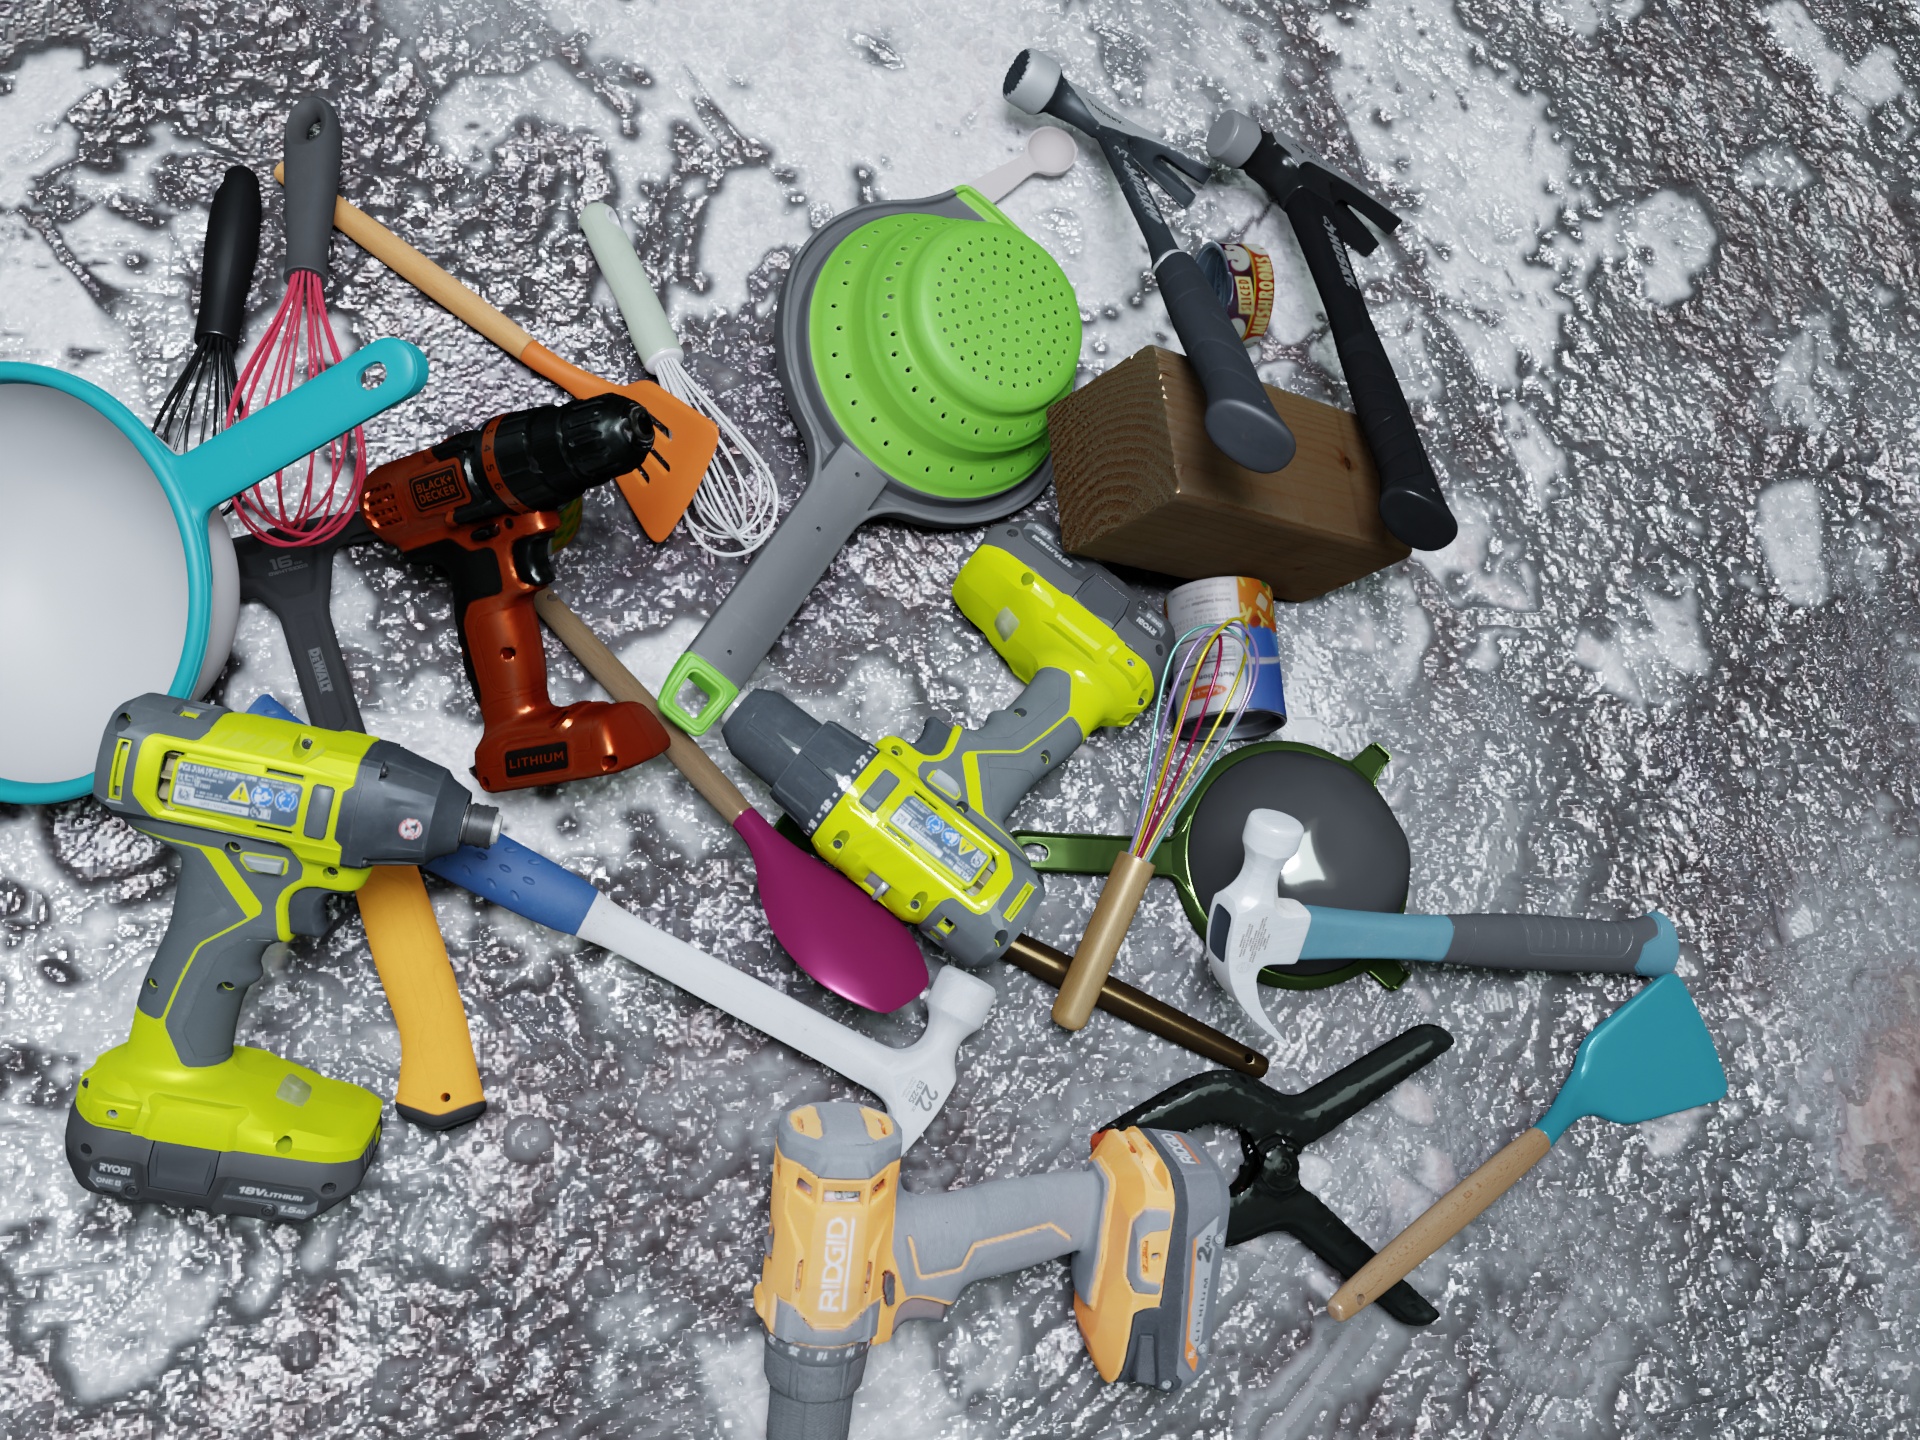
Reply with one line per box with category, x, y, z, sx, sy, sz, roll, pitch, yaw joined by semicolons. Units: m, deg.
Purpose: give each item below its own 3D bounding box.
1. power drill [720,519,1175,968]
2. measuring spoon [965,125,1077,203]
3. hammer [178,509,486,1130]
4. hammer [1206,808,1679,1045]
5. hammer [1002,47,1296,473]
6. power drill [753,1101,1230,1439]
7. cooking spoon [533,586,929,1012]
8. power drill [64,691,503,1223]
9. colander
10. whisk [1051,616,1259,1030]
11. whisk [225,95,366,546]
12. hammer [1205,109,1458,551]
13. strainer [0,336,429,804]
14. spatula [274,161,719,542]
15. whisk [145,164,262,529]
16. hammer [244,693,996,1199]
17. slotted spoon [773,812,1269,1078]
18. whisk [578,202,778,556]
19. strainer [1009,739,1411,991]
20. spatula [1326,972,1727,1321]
power drill;-0.001;-0.003;0.877;0.190;0.080;0.228;39;60;1
measuring spoon;0.023;-0.347;1.040;0.124;0.018;0.034;-35;84;-12
hammer;-0.305;0.049;0.841;0.127;0.034;0.337;-17;79;-15
hammer;0.283;0.123;0.902;0.330;0.033;0.128;6;111;-25
hammer;0.120;-0.264;0.906;0.149;0.036;0.409;21;36;-26
power drill;0.009;0.290;0.802;0.226;0.084;0.185;5;98;-13
cooking spoon;-0.133;0.034;0.853;0.319;0.017;0.069;45;43;17
power drill;-0.319;0.112;0.744;0.171;0.080;0.223;13;100;-11
colander;-0.037;-0.157;0.891;0.204;0.094;0.397;40;65;-18
whisk;0.104;0.054;0.874;0.051;0.047;0.245;24;88;6
whisk;-0.362;-0.227;0.875;0.073;0.073;0.296;-1;67;-13
hammer;0.242;-0.236;0.966;0.146;0.035;0.335;17;48;-30
strainer;-0.387;-0.095;0.784;0.340;0.095;0.211;-26;90;12
spatula;-0.274;-0.228;0.921;0.322;0.041;0.081;36;115;3
whisk;-0.415;-0.210;0.889;0.055;0.055;0.239;2;69;-12
hammer;-0.185;0.110;0.818;0.405;0.035;0.144;30;77;-9
slotted spoon;0.034;0.132;0.894;0.313;0.031;0.070;26;71;-6
whisk;-0.172;-0.205;0.938;0.059;0.057;0.246;-30;76;13
strainer;0.153;0.074;0.913;0.256;0.069;0.152;3;74;-13
spatula;0.317;0.246;0.891;0.317;0.044;0.082;-24;91;-33
